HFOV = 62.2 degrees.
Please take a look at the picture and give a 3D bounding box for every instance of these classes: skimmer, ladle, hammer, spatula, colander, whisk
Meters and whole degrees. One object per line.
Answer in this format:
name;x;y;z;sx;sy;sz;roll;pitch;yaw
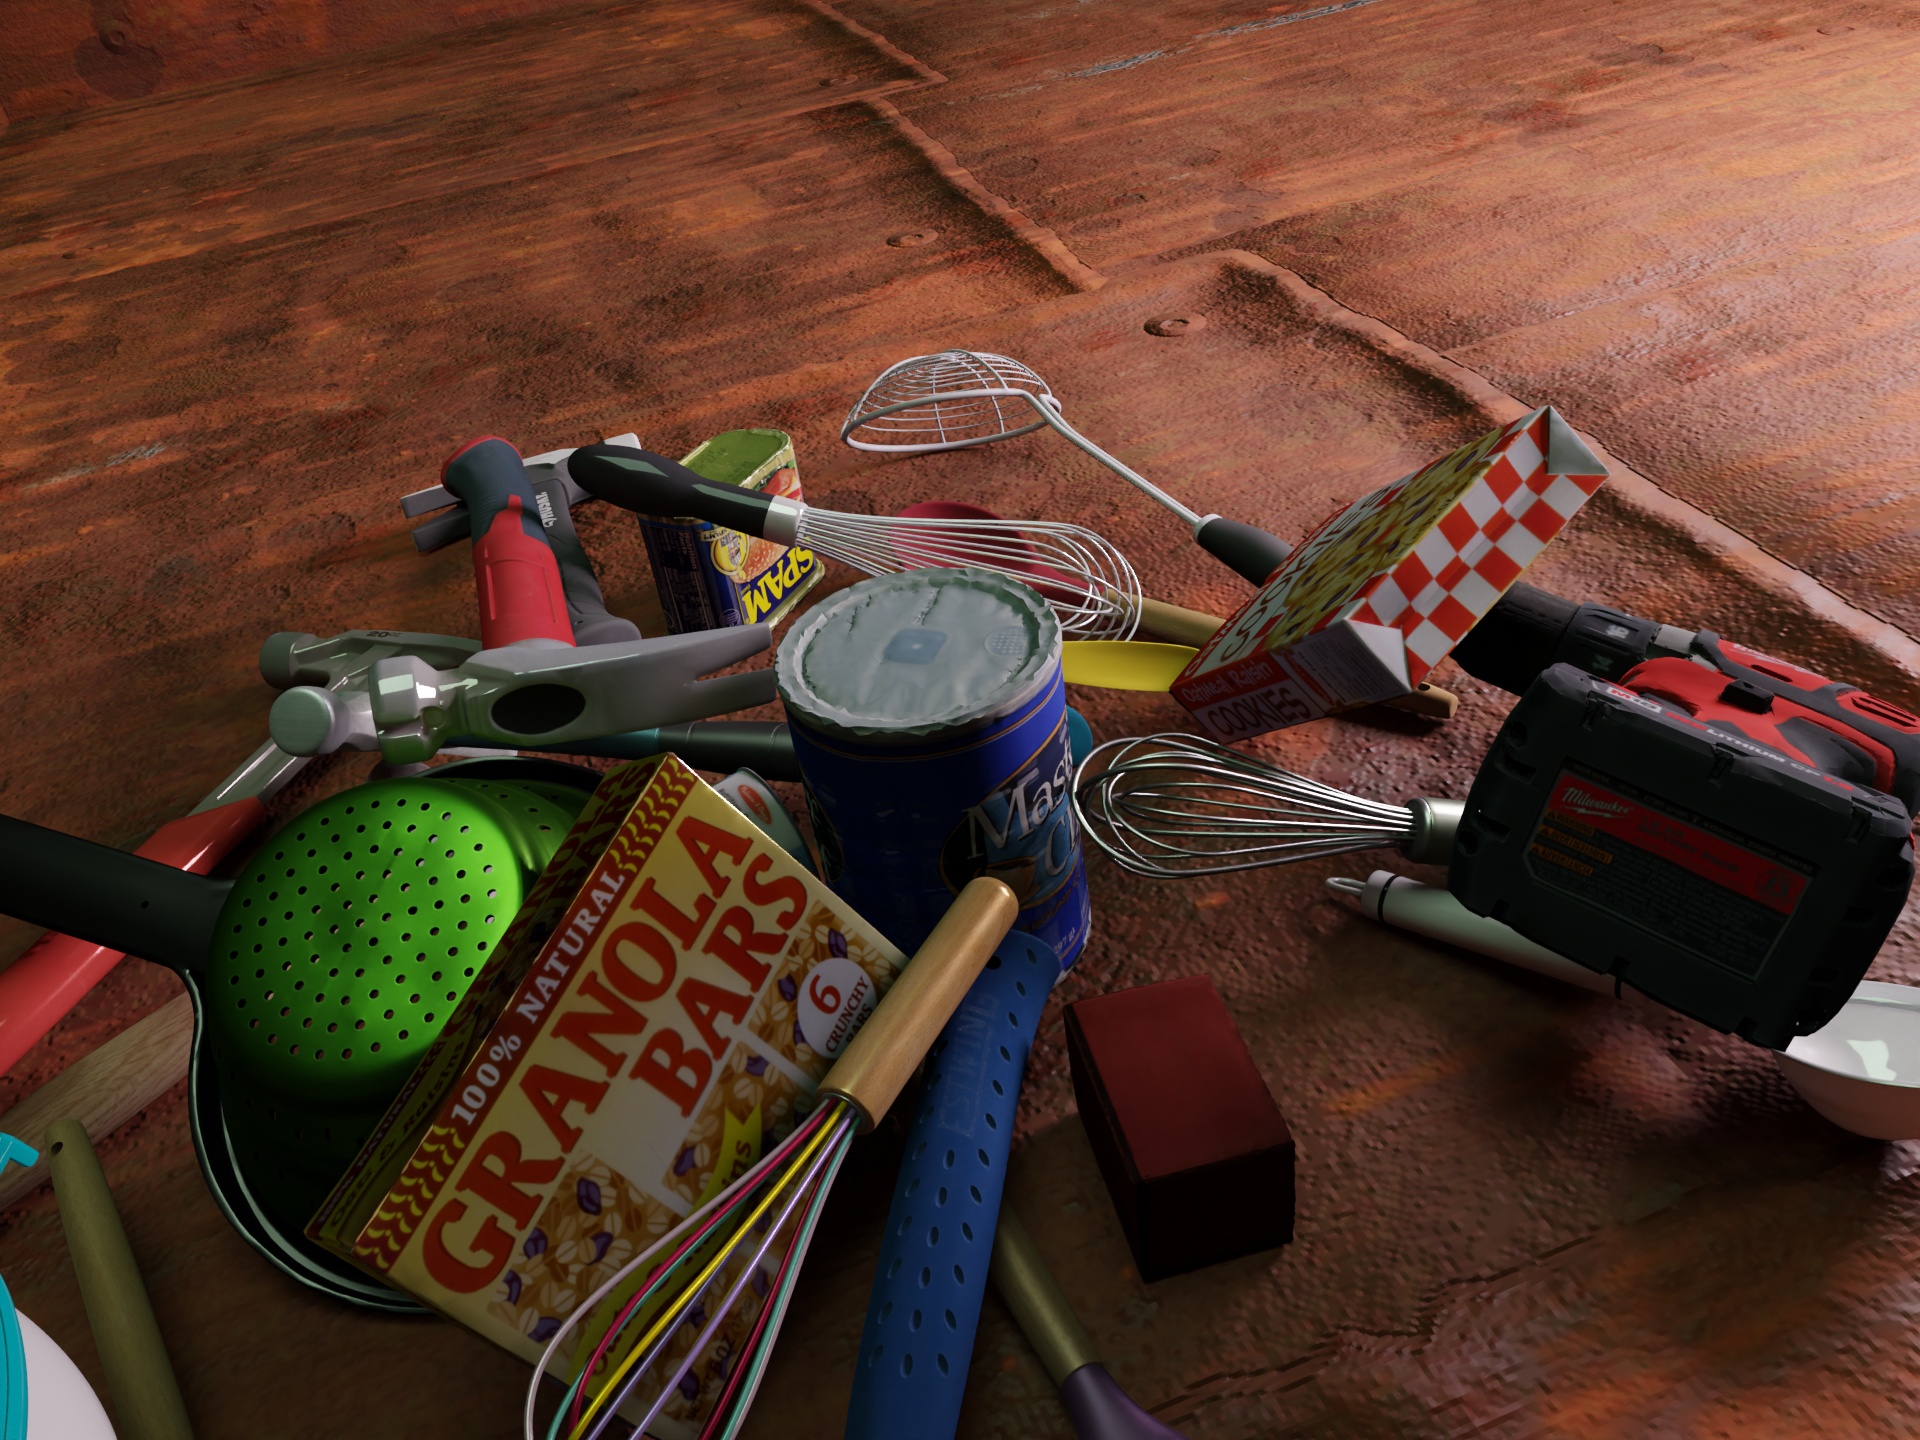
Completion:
skimmer;0.077;-0.105;0.850;0.127;0.090;0.364;-4;36;-47
ladle;-0.231;0.214;0.449;0.078;0.062;0.320;-44;47;-8
hammer;-0.028;0.216;0.417;0.144;0.035;0.406;-1;40;14
hammer;-0.190;-0.076;0.733;0.143;0.038;0.387;-9;24;-15
hammer;-0.309;0.128;0.624;0.130;0.031;0.331;20;45;34
spatula;0.027;0.181;0.489;0.060;0.018;0.316;-21;39;-17
hammer;-0.222;-0.086;0.851;0.146;0.035;0.335;-17;27;-12
colander;-0.256;0.069;0.560;0.397;0.094;0.205;13;63;17
whisk;0.160;0.039;0.587;0.246;0.057;0.059;6;52;-11
ladle;0.094;-0.053;0.787;0.316;0.031;0.069;21;49;32
hammer;-0.117;0.011;0.702;0.331;0.033;0.128;4;1;6
whisk;-0.053;-0.085;0.757;0.284;0.070;0.070;15;39;4
whisk;-0.044;0.130;0.467;0.051;0.047;0.245;2;38;35
hammer;-0.349;0.069;0.709;0.149;0.036;0.359;6;38;19

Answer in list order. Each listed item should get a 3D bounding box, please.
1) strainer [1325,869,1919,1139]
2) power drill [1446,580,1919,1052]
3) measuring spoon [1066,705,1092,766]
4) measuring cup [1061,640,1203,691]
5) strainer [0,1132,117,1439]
strainer;0.242;0.092;0.546;0.259;0.050;0.087;16;21;39
power drill;0.239;0.009;0.561;0.188;0.080;0.226;27;25;23
measuring spoon;-0.001;-0.002;0.740;0.129;0.021;0.042;9;40;21
measuring cup;0.042;-0.027;0.719;0.156;0.062;0.029;3;3;-14
strainer;-0.314;0.272;0.371;0.340;0.095;0.211;-39;43;3
